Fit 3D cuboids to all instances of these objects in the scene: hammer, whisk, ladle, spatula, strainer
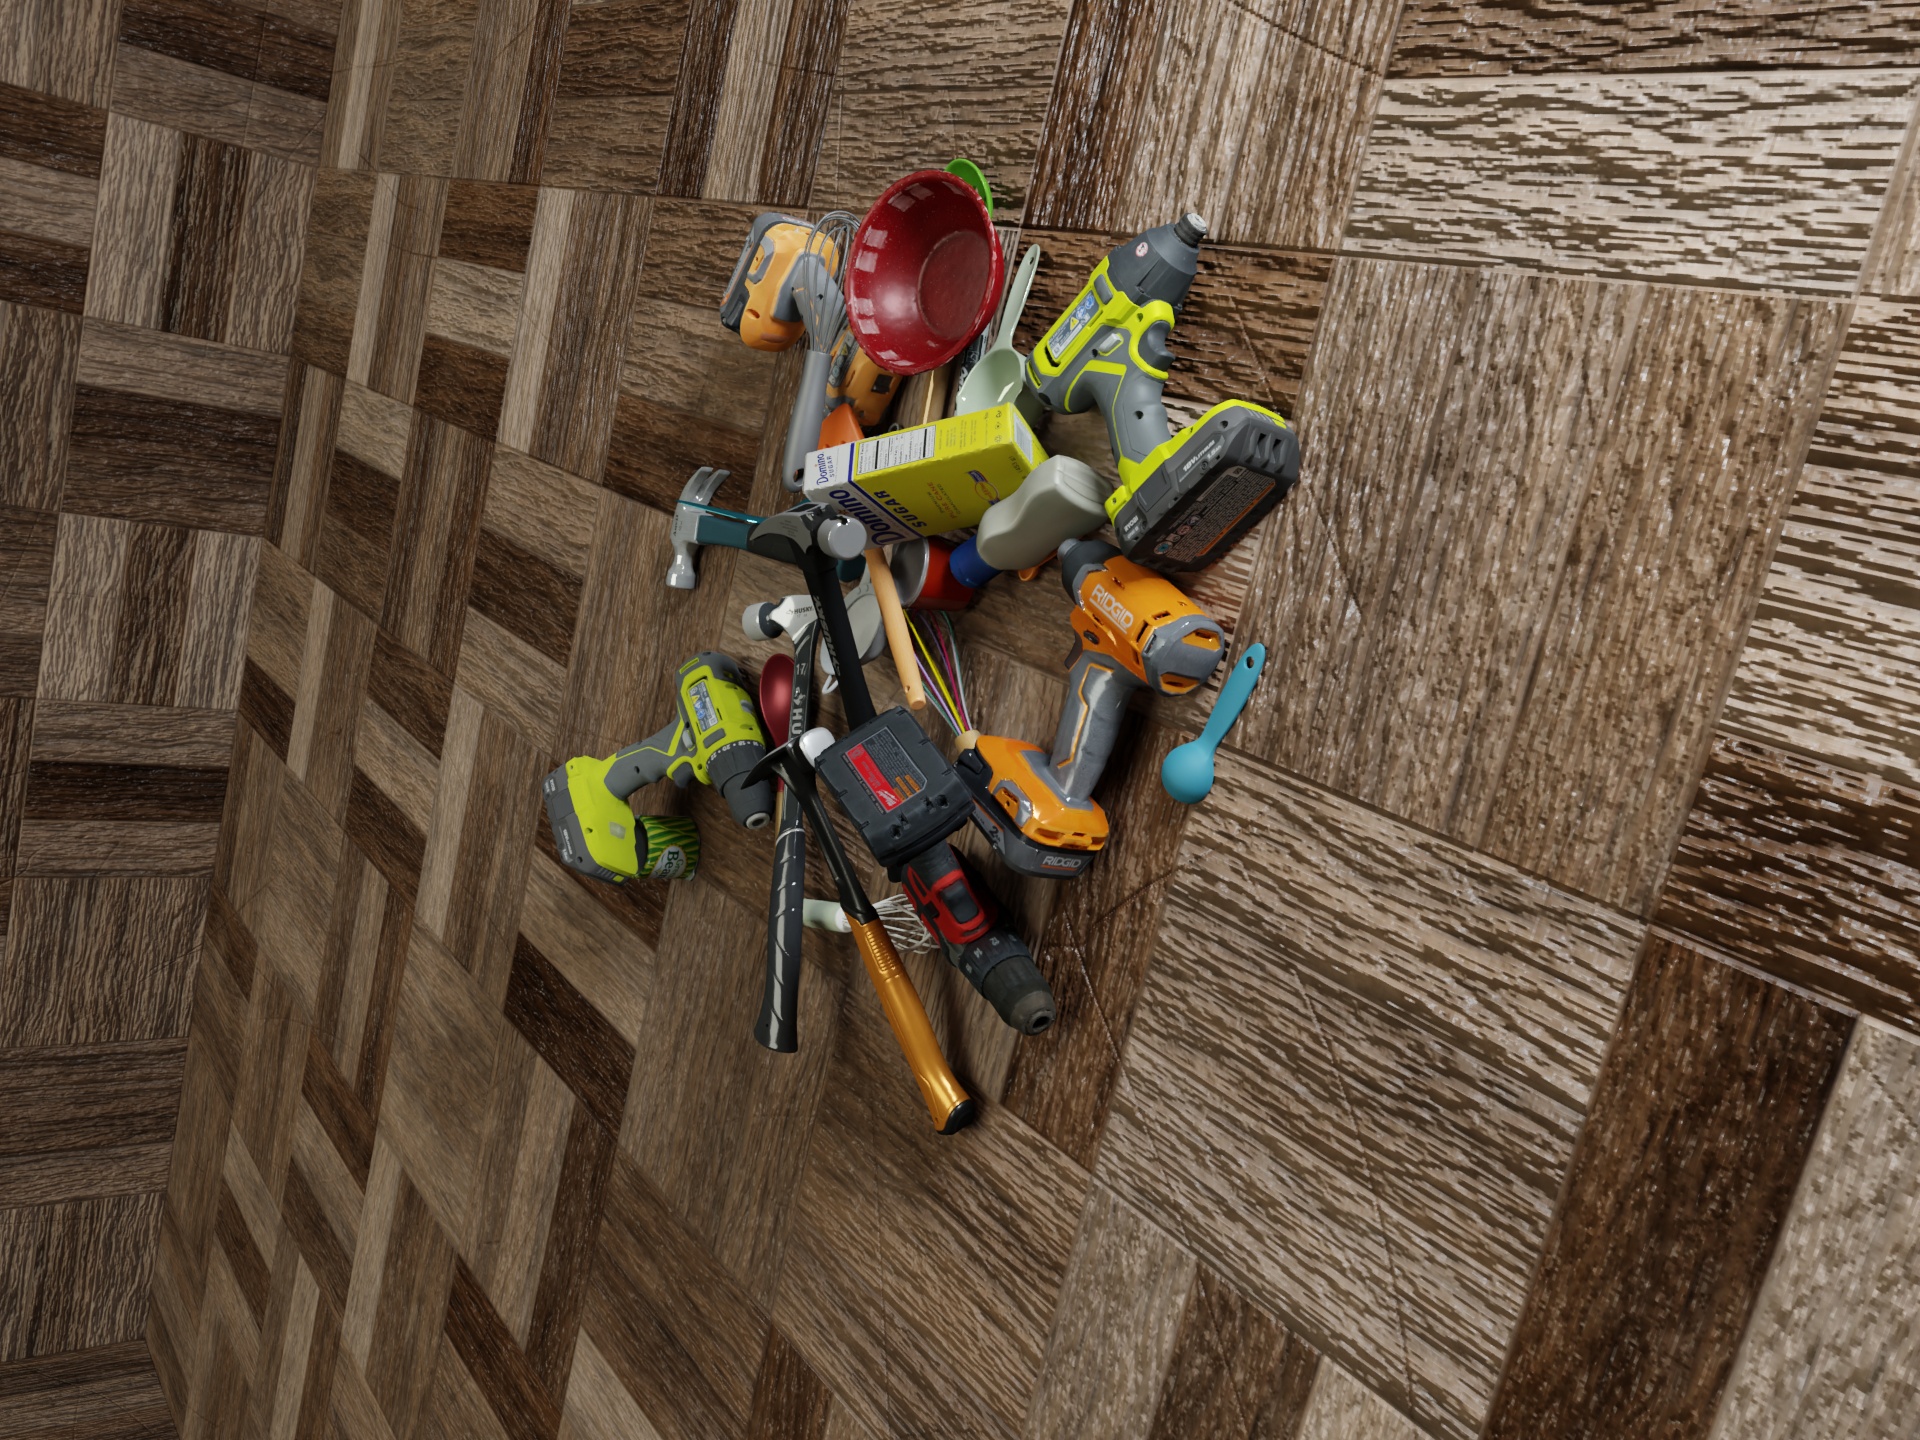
[{"bbox_3d":[-0.144,0.085,1.404,0.149,0.036,0.409,-7,75,38],"label":"hammer"},{"bbox_3d":[-0.001,-0.004,1.291,0.245,0.051,0.047,65,154,26],"label":"whisk"},{"bbox_3d":[-0.161,0.091,1.455,0.069,0.031,0.316,-21,64,45],"label":"ladle"},{"bbox_3d":[-0.122,-0.312,1.354,0.055,0.055,0.239,24,106,49],"label":"whisk"},{"bbox_3d":[-0.076,-0.132,1.303,0.081,0.041,0.323,-43,43,27],"label":"spatula"},{"bbox_3d":[-0.093,0.173,1.381,0.246,0.059,0.058,-3,48,55],"label":"whisk"},{"bbox_3d":[-0.192,-0.174,1.542,0.331,0.033,0.128,17,100,50],"label":"hammer"},{"bbox_3d":[-0.096,-0.201,1.302,0.317,0.082,0.044,-16,77,34],"label":"spatula"},{"bbox_3d":[-0.075,-0.139,1.369,0.087,0.050,0.258,-10,66,51],"label":"strainer"},{"bbox_3d":[-0.076,0.175,1.278,0.127,0.034,0.337,-30,84,56],"label":"hammer"},{"bbox_3d":[-0.085,-0.016,1.274,0.146,0.035,0.334,24,134,54],"label":"hammer"}]

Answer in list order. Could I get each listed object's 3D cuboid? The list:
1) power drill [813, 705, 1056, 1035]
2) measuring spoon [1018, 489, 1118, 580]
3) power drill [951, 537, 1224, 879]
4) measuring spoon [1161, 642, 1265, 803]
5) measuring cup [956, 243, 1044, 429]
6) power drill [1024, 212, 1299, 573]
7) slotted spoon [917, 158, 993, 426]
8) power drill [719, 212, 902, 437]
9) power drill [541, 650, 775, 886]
[{"bbox_3d":[-0.009,0.118,1.167,0.080,0.226,0.188,-32,46,-7],"label":"power drill"},{"bbox_3d":[0.085,-0.141,1.217,0.117,0.011,0.021,-37,52,39],"label":"measuring spoon"},{"bbox_3d":[0.082,-0.017,1.156,0.164,0.084,0.226,50,120,43],"label":"power drill"},{"bbox_3d":[0.170,0.001,1.085,0.042,0.021,0.128,49,124,41],"label":"measuring spoon"},{"bbox_3d":[0.048,-0.295,1.264,0.083,0.038,0.168,5,76,52],"label":"measuring cup"},{"bbox_3d":[0.140,-0.230,1.107,0.171,0.080,0.223,-45,51,36],"label":"power drill"},{"bbox_3d":[-0.017,-0.310,1.345,0.070,0.031,0.313,21,105,46],"label":"slotted spoon"},{"bbox_3d":[-0.136,-0.338,1.456,0.226,0.084,0.185,51,124,35],"label":"power drill"},{"bbox_3d":[-0.287,0.064,1.553,0.228,0.080,0.191,-33,58,14],"label":"power drill"}]
